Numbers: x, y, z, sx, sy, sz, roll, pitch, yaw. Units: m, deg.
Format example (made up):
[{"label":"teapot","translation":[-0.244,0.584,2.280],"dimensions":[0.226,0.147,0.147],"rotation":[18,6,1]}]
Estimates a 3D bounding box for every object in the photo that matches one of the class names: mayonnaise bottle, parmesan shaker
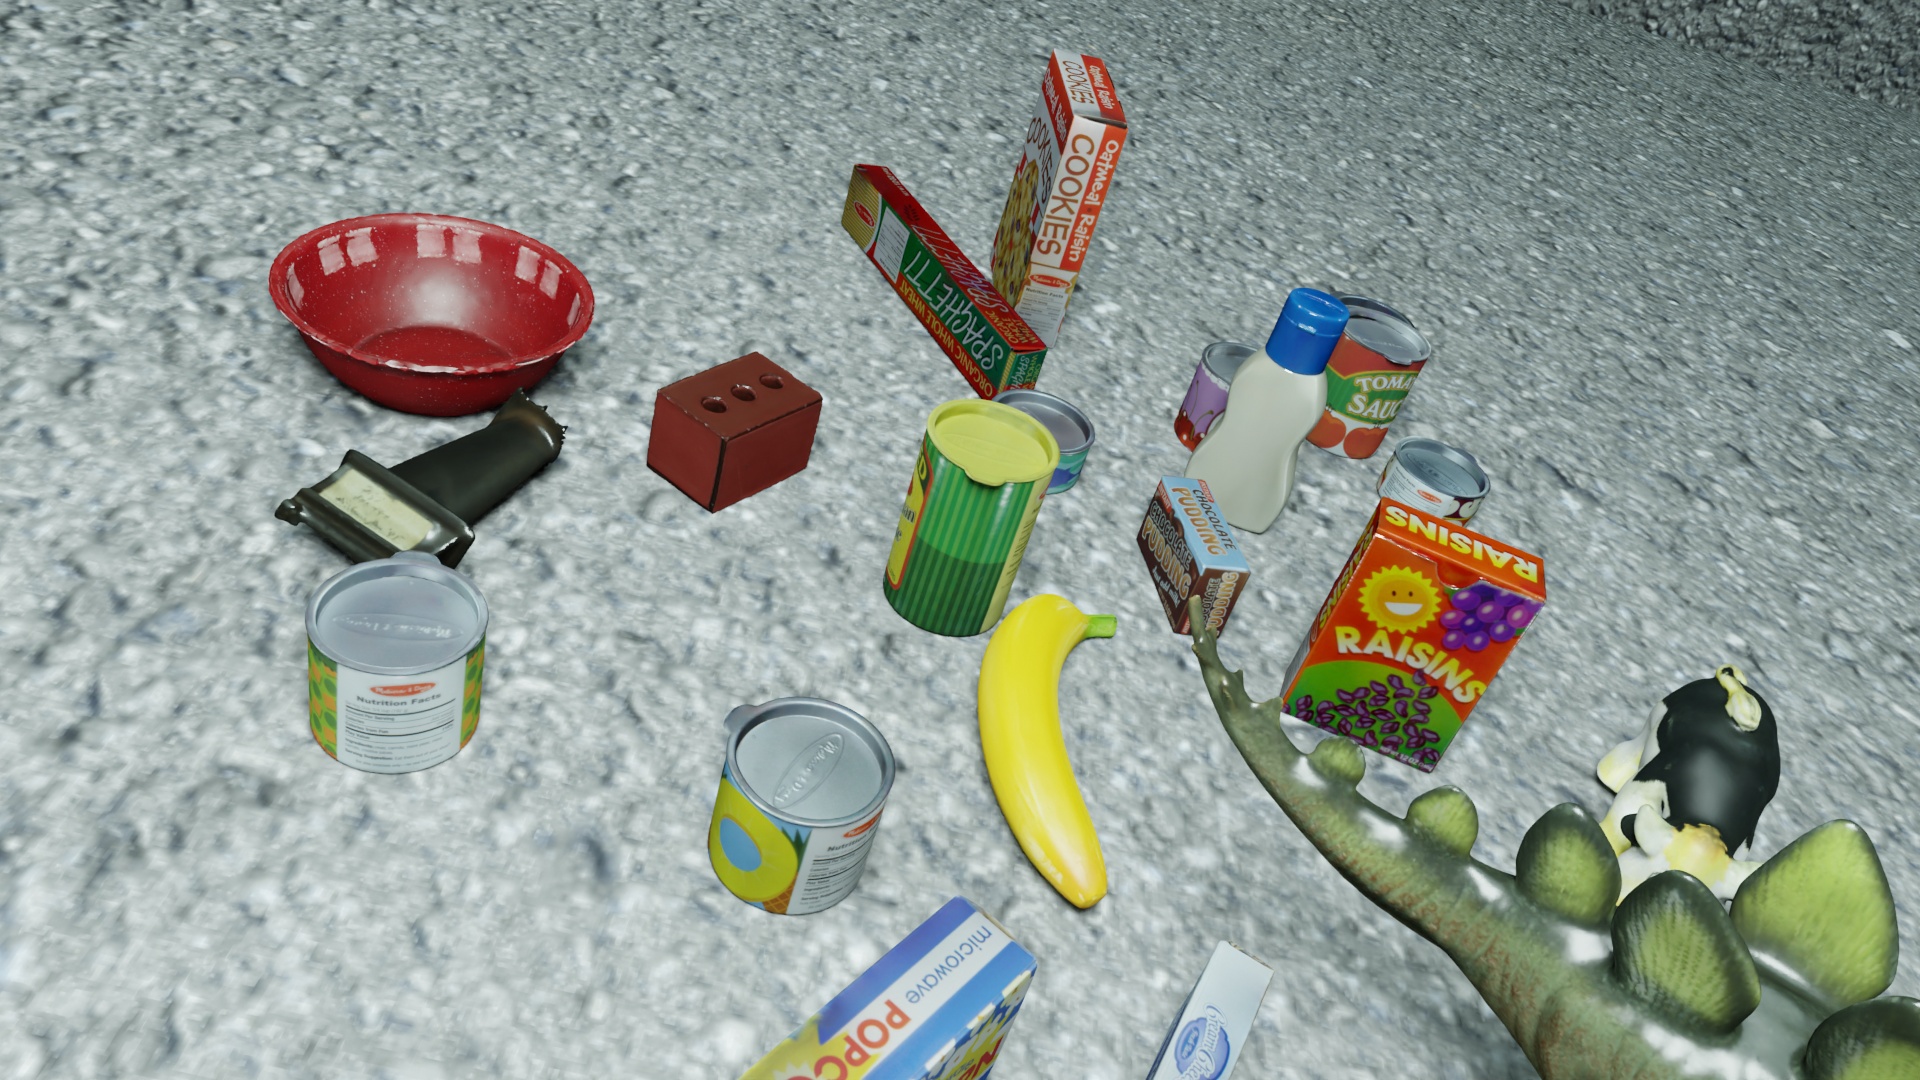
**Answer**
[{"label":"mayonnaise bottle","translation":[0.183,-0.077,0.821],"dimensions":[0.065,0.147,0.041],"rotation":[27,37,12]},{"label":"parmesan shaker","translation":[0.002,-0.009,0.692],"dimensions":[0.071,0.102,0.072],"rotation":[12,36,-9]}]

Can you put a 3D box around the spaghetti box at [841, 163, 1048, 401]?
[{"label":"spaghetti box","translation":[-0.017,-0.177,0.947],"dimensions":[0.029,0.049,0.251],"rotation":[-7,43,-30]}]

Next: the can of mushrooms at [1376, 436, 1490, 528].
[{"label":"can of mushrooms","translation":[0.315,-0.037,0.923],"dimensions":[0.071,0.033,0.071],"rotation":[12,37,-9]}]

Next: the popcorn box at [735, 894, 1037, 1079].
[{"label":"popcorn box","translation":[-0.035,0.181,0.443],"dimensions":[0.038,0.084,0.127],"rotation":[36,40,23]}]

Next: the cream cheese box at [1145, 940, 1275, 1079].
[{"label":"cream cheese box","translation":[0.079,0.197,0.498],"dimensions":[0.024,0.053,0.104],"rotation":[29,37,14]}]

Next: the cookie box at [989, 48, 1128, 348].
[{"label":"cookie box","translation":[0.065,-0.237,0.962],"dimensions":[0.040,0.166,0.123],"rotation":[10,37,-12]}]

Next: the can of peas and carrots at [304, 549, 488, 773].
[{"label":"can of peas and carrots","translation":[-0.225,0.048,0.556],"dimensions":[0.071,0.058,0.071],"rotation":[12,37,-9]}]

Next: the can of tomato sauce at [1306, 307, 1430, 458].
[{"label":"can of tomato sauce","translation":[0.274,-0.106,0.953],"dimensions":[0.071,0.082,0.071],"rotation":[12,36,-9]}]

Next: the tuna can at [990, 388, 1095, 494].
[{"label":"tuna can","translation":[0.043,-0.059,0.834],"dimensions":[0.071,0.032,0.071],"rotation":[12,37,-9]}]

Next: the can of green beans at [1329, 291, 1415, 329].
[{"label":"can of green beans","translation":[0.294,-0.141,1.028],"dimensions":[0.071,0.057,0.071],"rotation":[12,37,-9]}]

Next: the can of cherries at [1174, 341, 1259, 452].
[{"label":"can of cherries","translation":[0.180,-0.087,0.908],"dimensions":[0.071,0.058,0.072],"rotation":[12,37,-9]}]

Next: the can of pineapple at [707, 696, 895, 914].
[{"label":"can of pineapple","translation":[-0.065,0.104,0.553],"dimensions":[0.071,0.057,0.071],"rotation":[12,37,-9]}]

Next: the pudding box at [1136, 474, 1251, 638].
[{"label":"pudding box","translation":[0.128,0.008,0.770],"dimensions":[0.030,0.049,0.084],"rotation":[6,38,-16]}]

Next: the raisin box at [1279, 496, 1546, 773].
[{"label":"raisin box","translation":[0.223,0.049,0.695],"dimensions":[0.086,0.122,0.040],"rotation":[23,36,7]}]
